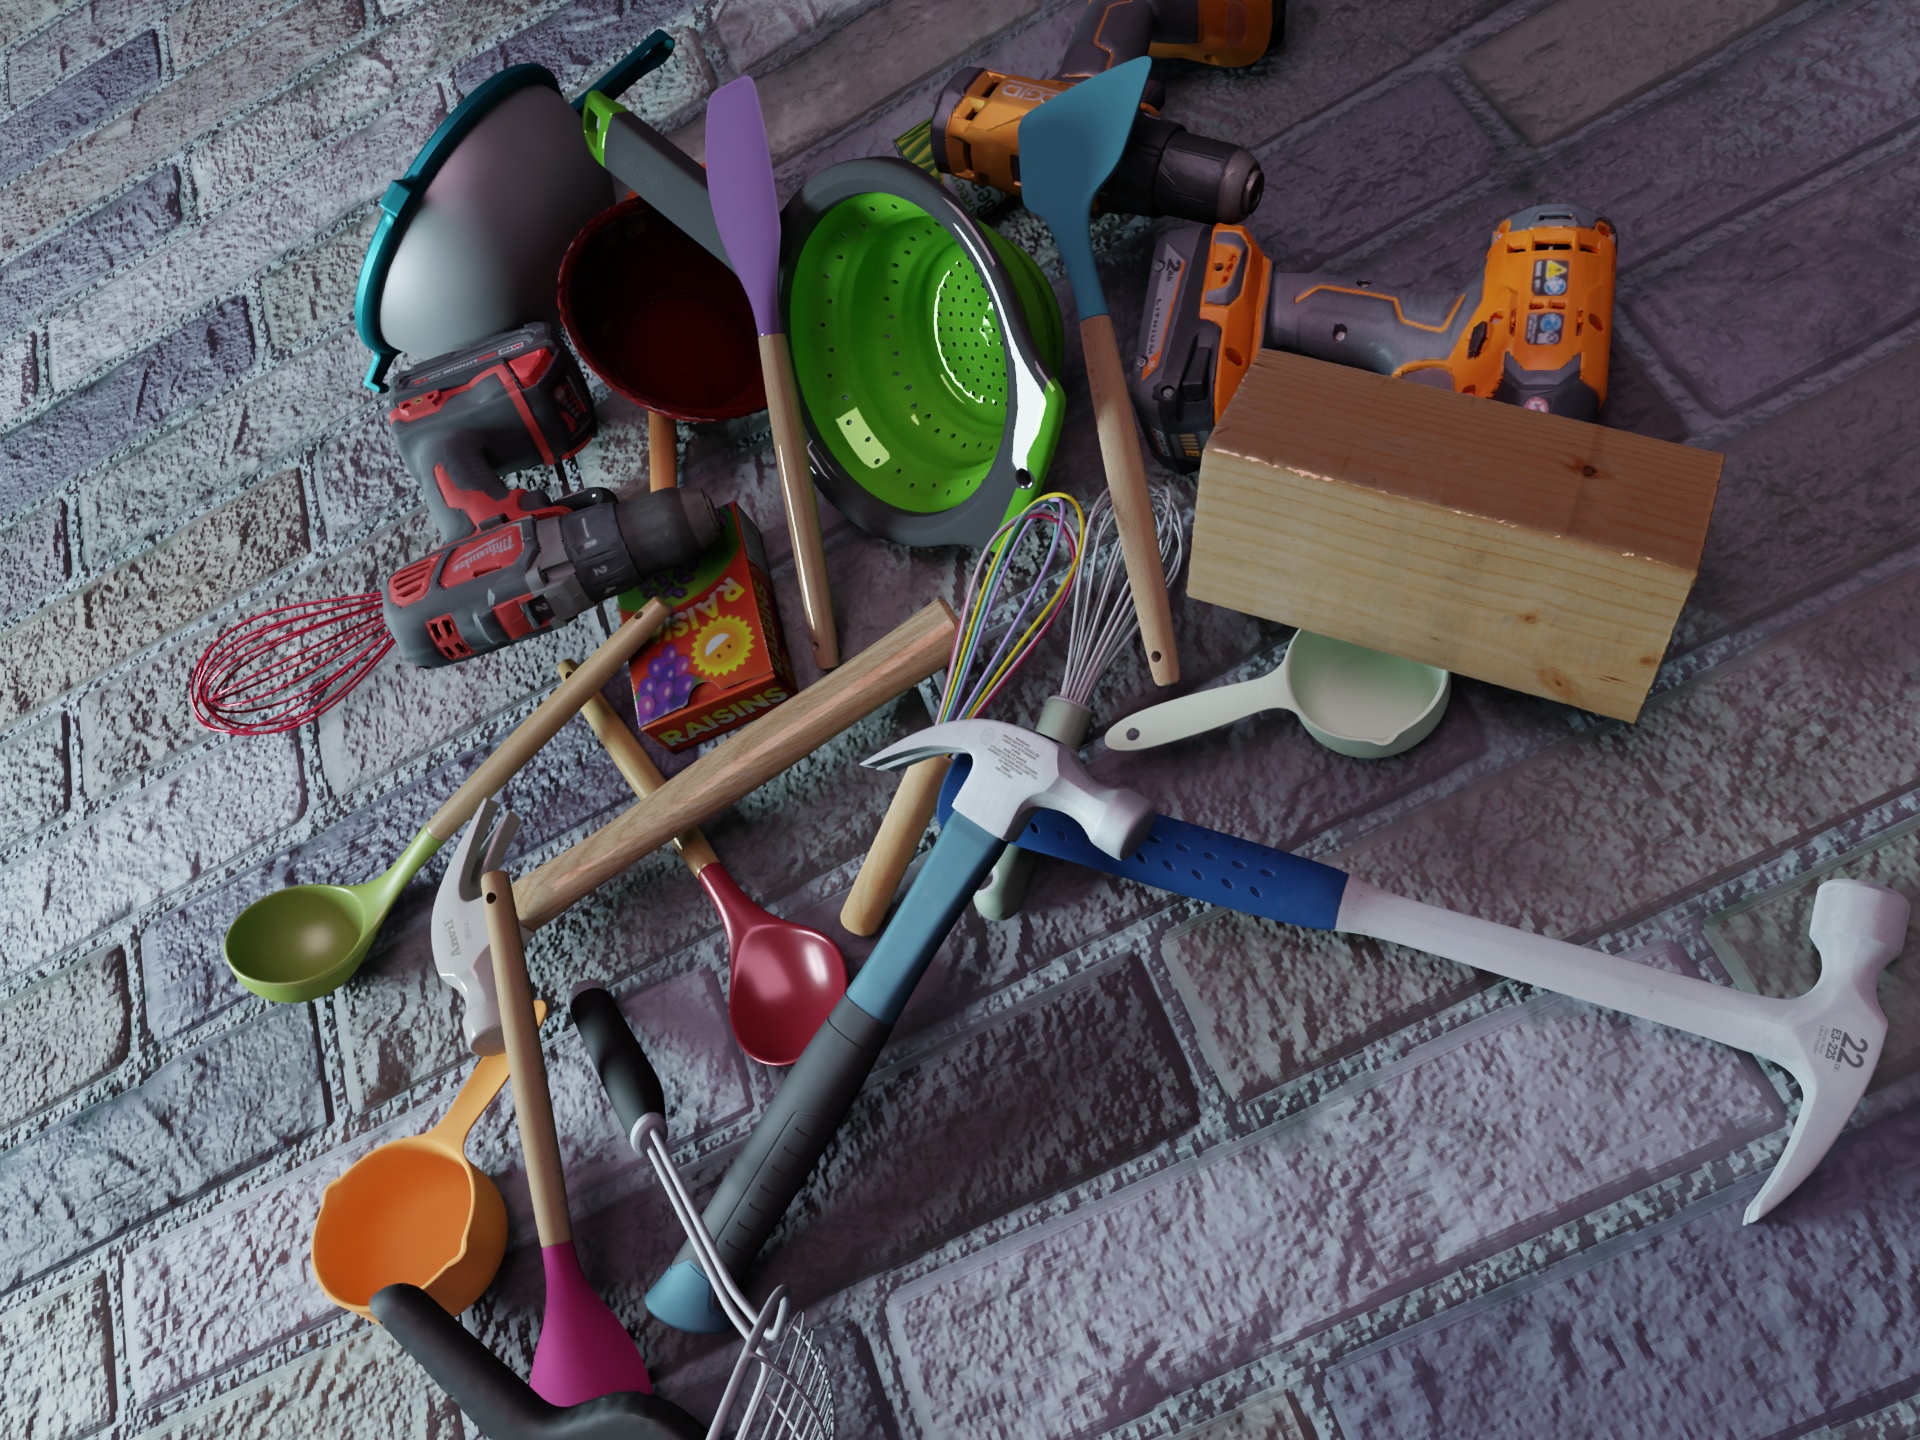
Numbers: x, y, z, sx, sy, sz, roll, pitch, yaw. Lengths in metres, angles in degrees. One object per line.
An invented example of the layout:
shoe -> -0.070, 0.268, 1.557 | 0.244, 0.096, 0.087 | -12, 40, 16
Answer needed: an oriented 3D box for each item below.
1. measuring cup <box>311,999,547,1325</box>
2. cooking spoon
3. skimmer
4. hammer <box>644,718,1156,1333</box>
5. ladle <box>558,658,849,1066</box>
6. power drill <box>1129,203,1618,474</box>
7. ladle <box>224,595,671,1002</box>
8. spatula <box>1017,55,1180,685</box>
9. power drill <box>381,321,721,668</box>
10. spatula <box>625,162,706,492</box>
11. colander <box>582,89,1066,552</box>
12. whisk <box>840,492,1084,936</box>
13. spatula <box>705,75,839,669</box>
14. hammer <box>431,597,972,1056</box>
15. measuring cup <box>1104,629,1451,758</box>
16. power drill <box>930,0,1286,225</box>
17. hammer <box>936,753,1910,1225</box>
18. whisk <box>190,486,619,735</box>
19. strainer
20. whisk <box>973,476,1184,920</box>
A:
measuring cup -> -0.255, 0.229, 0.821 | 0.095, 0.052, 0.174 | 13, 56, 26
cooking spoon -> -0.201, 0.228, 0.772 | 0.069, 0.017, 0.319 | -17, 76, 13
skimmer -> -0.144, 0.218, 0.690 | 0.364, 0.090, 0.127 | 43, 121, 52
hammer -> -0.048, 0.146, 0.737 | 0.128, 0.033, 0.331 | 34, 96, 23
ladle -> -0.150, 0.065, 0.865 | 0.069, 0.031, 0.316 | -41, 56, -1
power drill -> 0.207, -0.176, 0.804 | 0.226, 0.084, 0.164 | 4, 70, 20
ladle -> -0.285, 0.040, 0.892 | 0.320, 0.062, 0.078 | -44, 48, 6
spatula -> 0.079, -0.174, 0.794 | 0.082, 0.044, 0.317 | -13, 85, 35
power drill -> -0.246, -0.139, 0.935 | 0.188, 0.080, 0.227 | -20, 47, -1
spatula -> -0.188, -0.240, 1.027 | 0.081, 0.041, 0.323 | -12, 66, 17
colander -> -0.067, -0.256, 0.902 | 0.094, 0.204, 0.397 | -27, 59, -40
whisk -> 0.000, -0.002, 0.795 | 0.047, 0.051, 0.245 | 27, 96, 16
spatula -> -0.100, -0.184, 0.867 | 0.060, 0.018, 0.316 | -1, 101, 48
hammer -> -0.139, 0.037, 0.842 | 0.331, 0.031, 0.130 | -33, 55, 3
measuring cup -> 0.154, -0.006, 0.770 | 0.167, 0.038, 0.083 | -16, 61, 17
power drill -> 0.113, -0.366, 0.898 | 0.185, 0.084, 0.226 | 22, 61, 21
hammer -> 0.176, 0.088, 0.697 | 0.406, 0.035, 0.144 | 15, 73, 22
whisk -> -0.346, -0.071, 0.993 | 0.296, 0.073, 0.073 | -27, 59, 0
strainer -> -0.258, -0.348, 1.057 | 0.095, 0.211, 0.340 | 35, 57, -5
whisk -> 0.059, -0.014, 0.809 | 0.058, 0.059, 0.246 | -1, 64, 62
